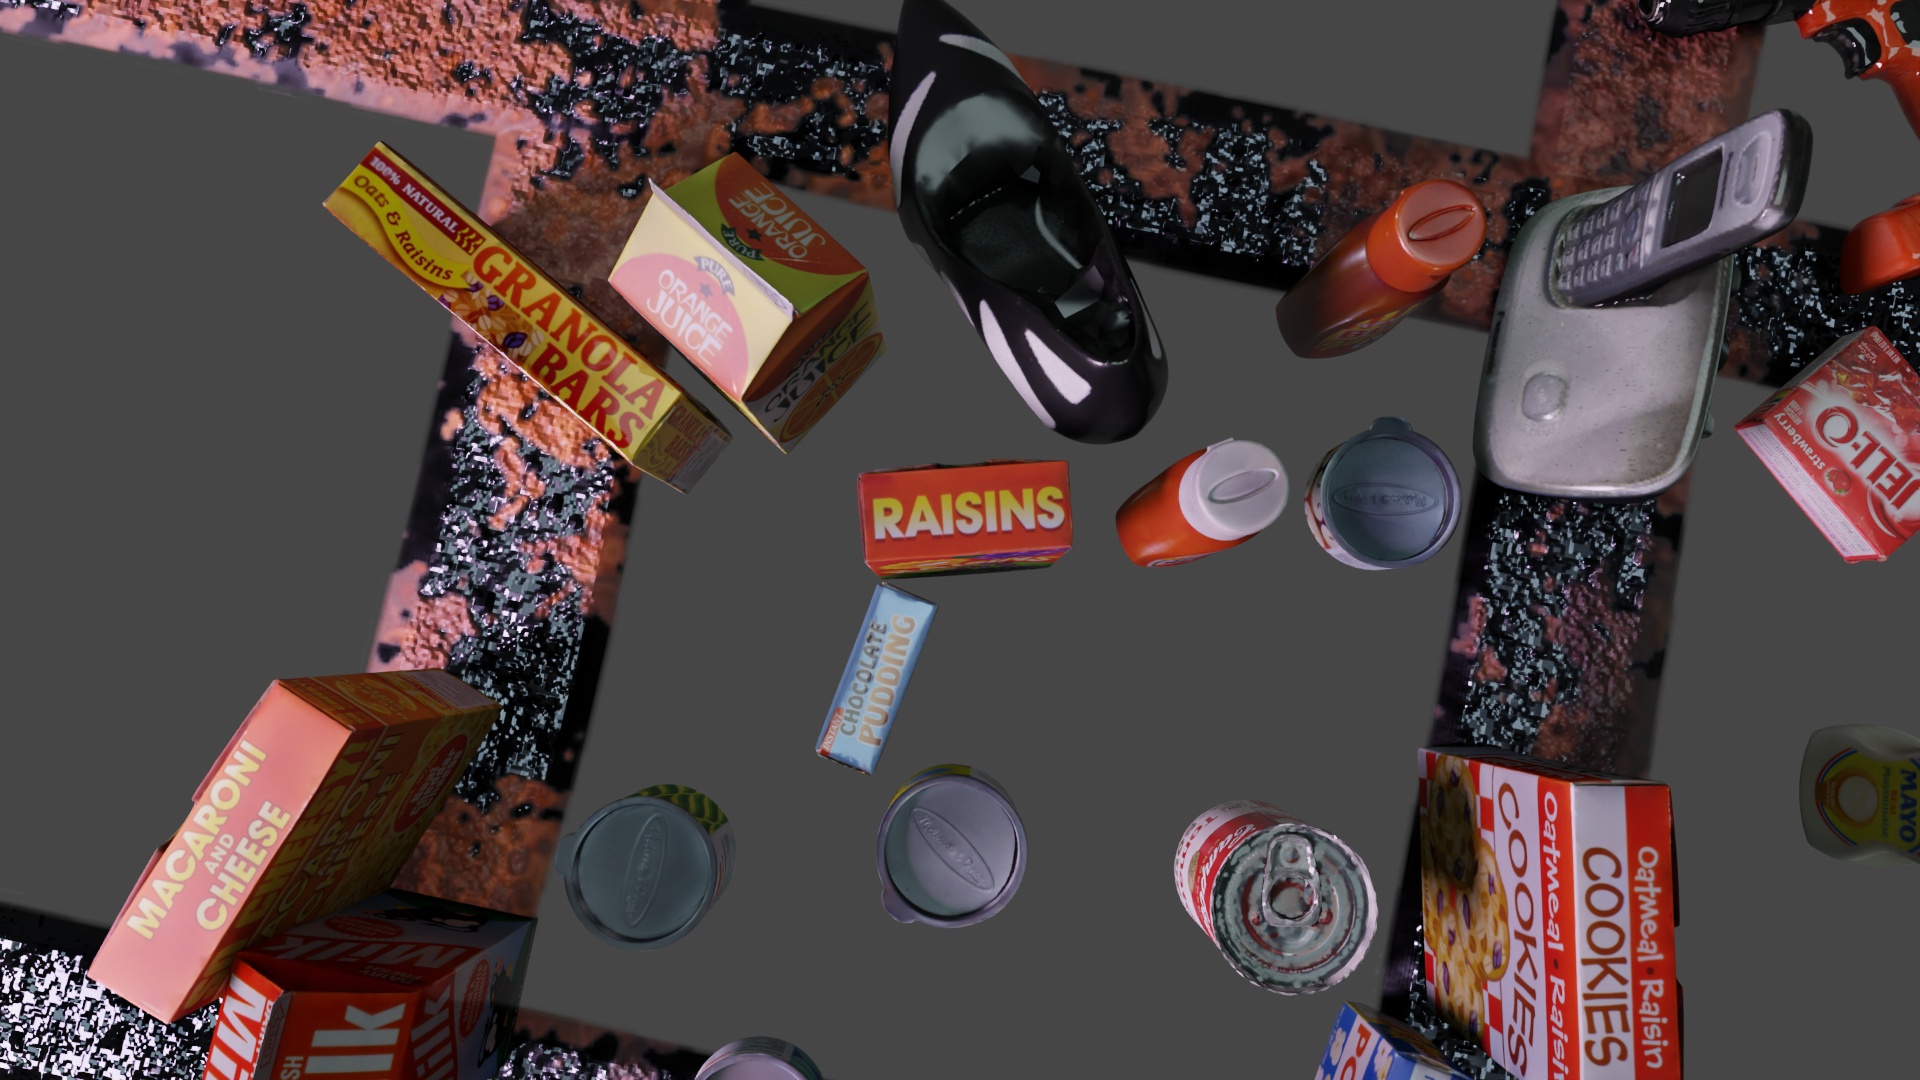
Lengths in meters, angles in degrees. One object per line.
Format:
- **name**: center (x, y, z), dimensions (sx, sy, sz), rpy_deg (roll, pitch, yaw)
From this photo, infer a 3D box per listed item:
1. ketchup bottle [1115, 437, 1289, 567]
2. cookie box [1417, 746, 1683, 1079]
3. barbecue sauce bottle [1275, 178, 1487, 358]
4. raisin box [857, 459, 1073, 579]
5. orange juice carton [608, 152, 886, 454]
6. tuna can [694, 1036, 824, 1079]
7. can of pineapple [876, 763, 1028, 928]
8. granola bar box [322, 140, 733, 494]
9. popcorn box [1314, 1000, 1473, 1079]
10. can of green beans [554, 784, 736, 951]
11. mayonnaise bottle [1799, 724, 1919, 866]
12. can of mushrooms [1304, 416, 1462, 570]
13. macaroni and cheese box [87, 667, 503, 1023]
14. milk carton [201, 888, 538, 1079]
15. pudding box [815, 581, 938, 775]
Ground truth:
- **ketchup bottle**: center (0.106, -0.016, 0.598), dimensions (0.065, 0.148, 0.043), rpy_deg (-20, 86, -2)
- **cookie box**: center (0.238, 0.153, 0.575), dimensions (0.040, 0.167, 0.123), rpy_deg (0, 85, 0)
- **barbecue sauce bottle**: center (0.185, -0.117, 0.608), dimensions (0.065, 0.148, 0.043), rpy_deg (-22, 86, -2)
- **raisin box**: center (0.002, -0.008, 0.610), dimensions (0.086, 0.123, 0.040), rpy_deg (-3, 86, -1)
- **orange juice carton**: center (-0.085, -0.097, 0.582), dimensions (0.072, 0.192, 0.073), rpy_deg (43, 87, 3)
- **tuna can**: center (-0.093, 0.265, 0.631), dimensions (0.071, 0.033, 0.071), rpy_deg (0, 85, 0)
- **can of pineapple**: center (-0.006, 0.137, 0.630), dimensions (0.071, 0.058, 0.071), rpy_deg (0, 85, 0)
- **granola bar box**: center (-0.183, -0.093, 0.615), dimensions (0.165, 0.124, 0.039), rpy_deg (40, 87, 3)
- **popcorn box**: center (0.174, 0.276, 0.605), dimensions (0.038, 0.085, 0.127), rpy_deg (21, 85, 1)
- **can of green beans**: center (-0.138, 0.146, 0.628), dimensions (0.071, 0.058, 0.071), rpy_deg (0, 85, 0)
- **mayonnaise bottle**: center (0.419, 0.114, 0.590), dimensions (0.041, 0.148, 0.065), rpy_deg (5, 86, 0)
- **can of mushrooms**: center (0.199, -0.021, 0.657), dimensions (0.071, 0.033, 0.071), rpy_deg (0, 85, 0)
- **macaroni and cheese box**: center (-0.265, 0.116, 0.575), dimensions (0.040, 0.166, 0.124), rpy_deg (31, 86, 2)
- **milk carton**: center (-0.239, 0.196, 0.556), dimensions (0.073, 0.190, 0.072), rpy_deg (11, 86, 1)
- **pudding box**: center (-0.038, 0.062, 0.640), dimensions (0.030, 0.049, 0.084), rpy_deg (21, 85, 1)
